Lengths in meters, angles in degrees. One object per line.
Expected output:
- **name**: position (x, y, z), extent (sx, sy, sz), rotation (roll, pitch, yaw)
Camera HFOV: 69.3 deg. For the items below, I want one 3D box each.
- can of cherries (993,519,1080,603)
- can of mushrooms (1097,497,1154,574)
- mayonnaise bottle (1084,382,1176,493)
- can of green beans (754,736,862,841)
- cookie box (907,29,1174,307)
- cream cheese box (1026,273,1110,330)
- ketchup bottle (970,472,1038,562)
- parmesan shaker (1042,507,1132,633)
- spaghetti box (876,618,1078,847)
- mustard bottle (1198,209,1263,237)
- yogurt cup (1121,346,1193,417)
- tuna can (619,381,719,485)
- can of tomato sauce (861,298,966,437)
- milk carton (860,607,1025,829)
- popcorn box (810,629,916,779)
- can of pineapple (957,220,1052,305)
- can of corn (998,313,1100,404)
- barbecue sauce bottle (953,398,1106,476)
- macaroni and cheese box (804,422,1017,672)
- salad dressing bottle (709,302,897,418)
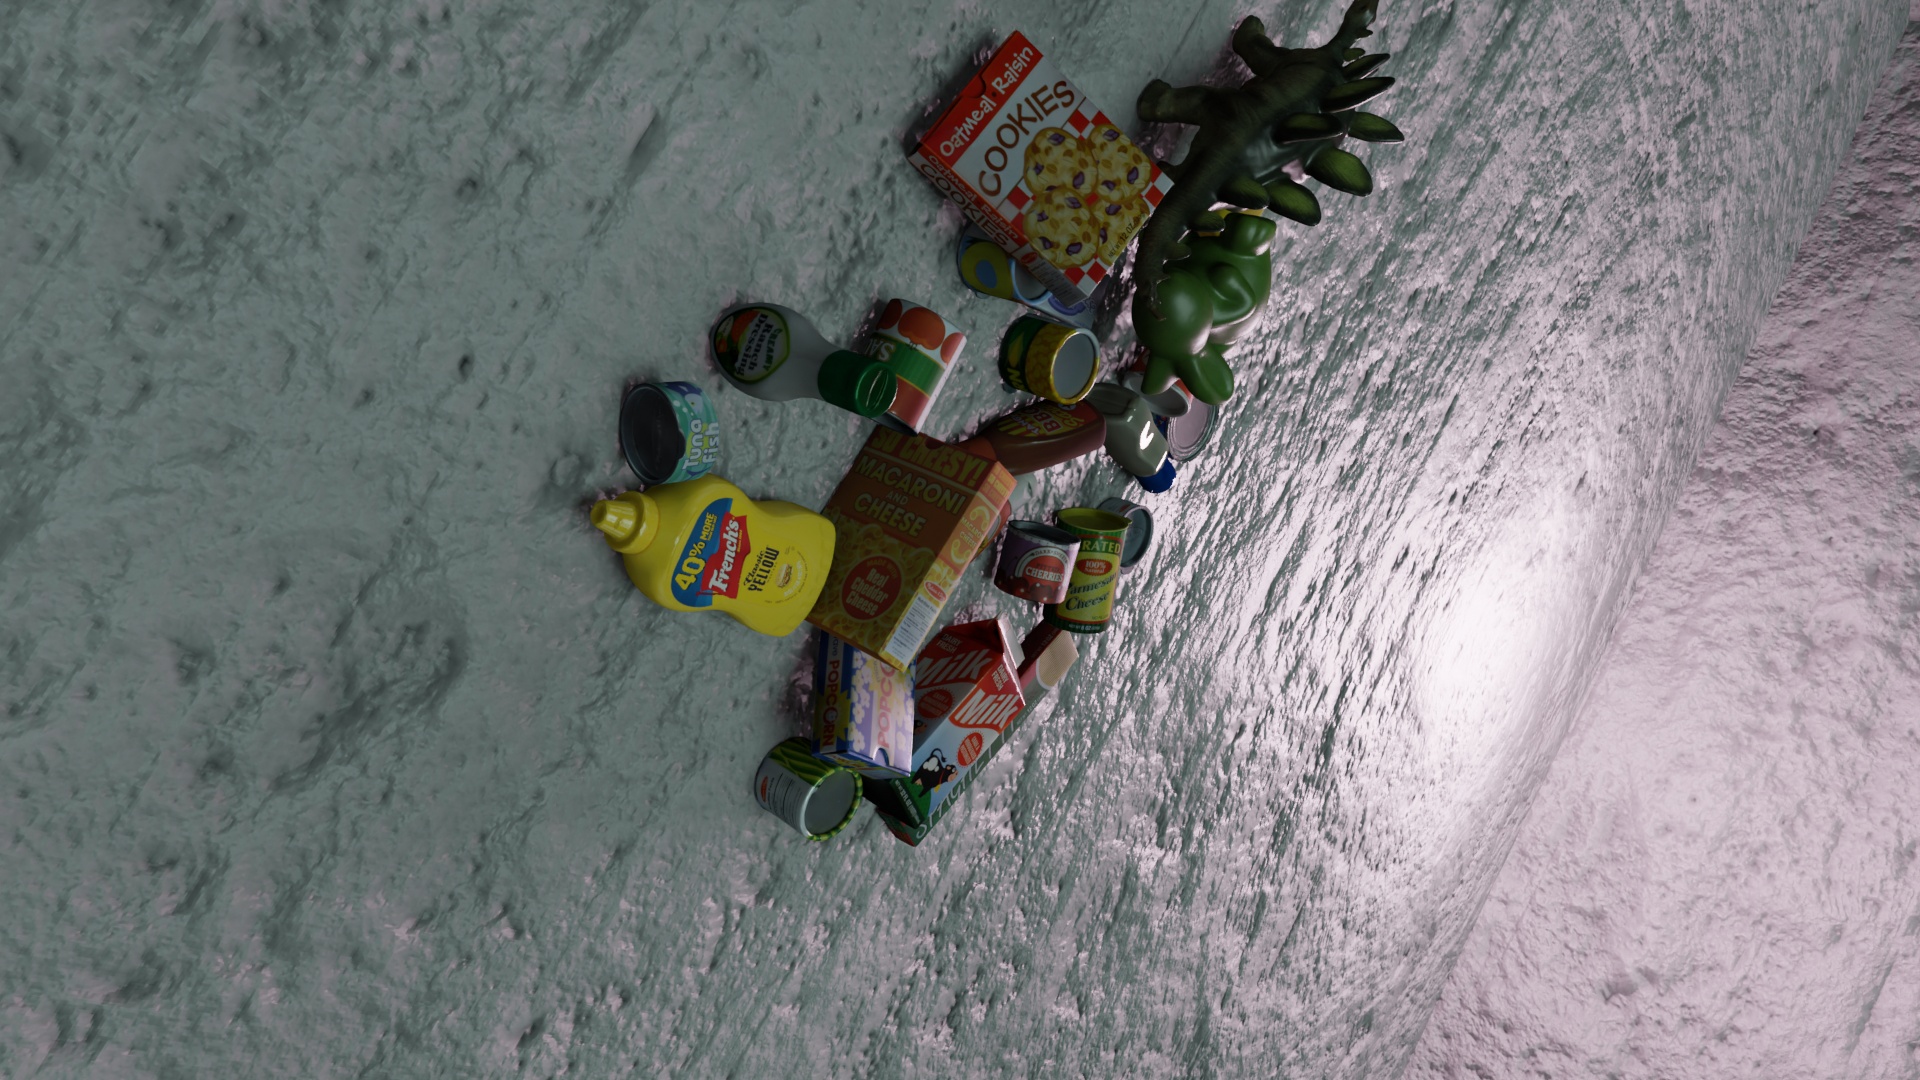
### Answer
- **can of cherries**: position (0.068, 0.019, 1.228), extent (0.071, 0.071, 0.058), rotation (1, 108, -49)
- **can of mushrooms**: position (0.154, -0.005, 1.343), extent (0.071, 0.033, 0.070), rotation (-24, 125, -41)
- **mayonnaise bottle**: position (0.161, -0.092, 1.290), extent (0.041, 0.065, 0.147), rotation (-62, 145, -12)
- **can of green beans**: position (-0.121, 0.198, 1.110), extent (0.071, 0.058, 0.071), rotation (-24, 125, -40)
- **cookie box**: position (0.062, -0.277, 1.037), extent (0.167, 0.040, 0.123), rotation (41, 73, -14)
- **cream cheese box**: position (0.082, -0.215, 1.169), extent (0.104, 0.024, 0.053), rotation (14, 97, -50)
- **ketchup bottle**: position (0.004, -0.015, 1.162), extent (0.149, 0.043, 0.064), rotation (-38, 133, -31)
- **parmesan shaker**: position (0.118, 0.028, 1.289), extent (0.071, 0.071, 0.102), rotation (-12, 116, -45)
- **spaghetti box**: position (0.020, 0.174, 1.281), extent (0.251, 0.029, 0.050), rotation (-47, 136, -24)
- **mustard bottle**: position (0.268, -0.344, 1.298), extent (0.160, 0.049, 0.065), rotation (-58, 140, -12)
- **yogurt cup**: position (0.191, -0.154, 1.291), extent (0.054, 0.072, 0.072), rotation (-62, 141, -18)
- **tuna can**: position (-0.187, -0.069, 0.897), extent (0.033, 0.071, 0.070), rotation (-12, 116, -46)
- **can of tomato sauce**: position (-0.044, -0.130, 1.035), extent (0.071, 0.071, 0.083), rotation (35, 80, -50)
- **milk carton**: position (-0.012, 0.145, 1.195), extent (0.191, 0.073, 0.072), rotation (-45, 136, -25)
- **popcorn box**: position (-0.074, 0.118, 1.097), extent (0.085, 0.038, 0.127), rotation (34, 51, -51)
- **can of pineapple**: position (0.041, -0.220, 1.093), extent (0.071, 0.058, 0.070), rotation (-24, 125, -40)
- **can of corn**: position (0.074, -0.150, 1.164), extent (0.071, 0.058, 0.070), rotation (-23, 124, -40)
- **barbecue sauce bottle**: position (0.049, -0.081, 1.169), extent (0.149, 0.065, 0.043), rotation (-22, 132, -31)
- **macaroni and cheese box**: position (-0.051, 0.000, 1.042), extent (0.167, 0.124, 0.040), rotation (-59, 141, -10)
- **salad dressing bottle**: position (-0.103, -0.116, 0.908), extent (0.044, 0.148, 0.064), rotation (22, 90, -51)
